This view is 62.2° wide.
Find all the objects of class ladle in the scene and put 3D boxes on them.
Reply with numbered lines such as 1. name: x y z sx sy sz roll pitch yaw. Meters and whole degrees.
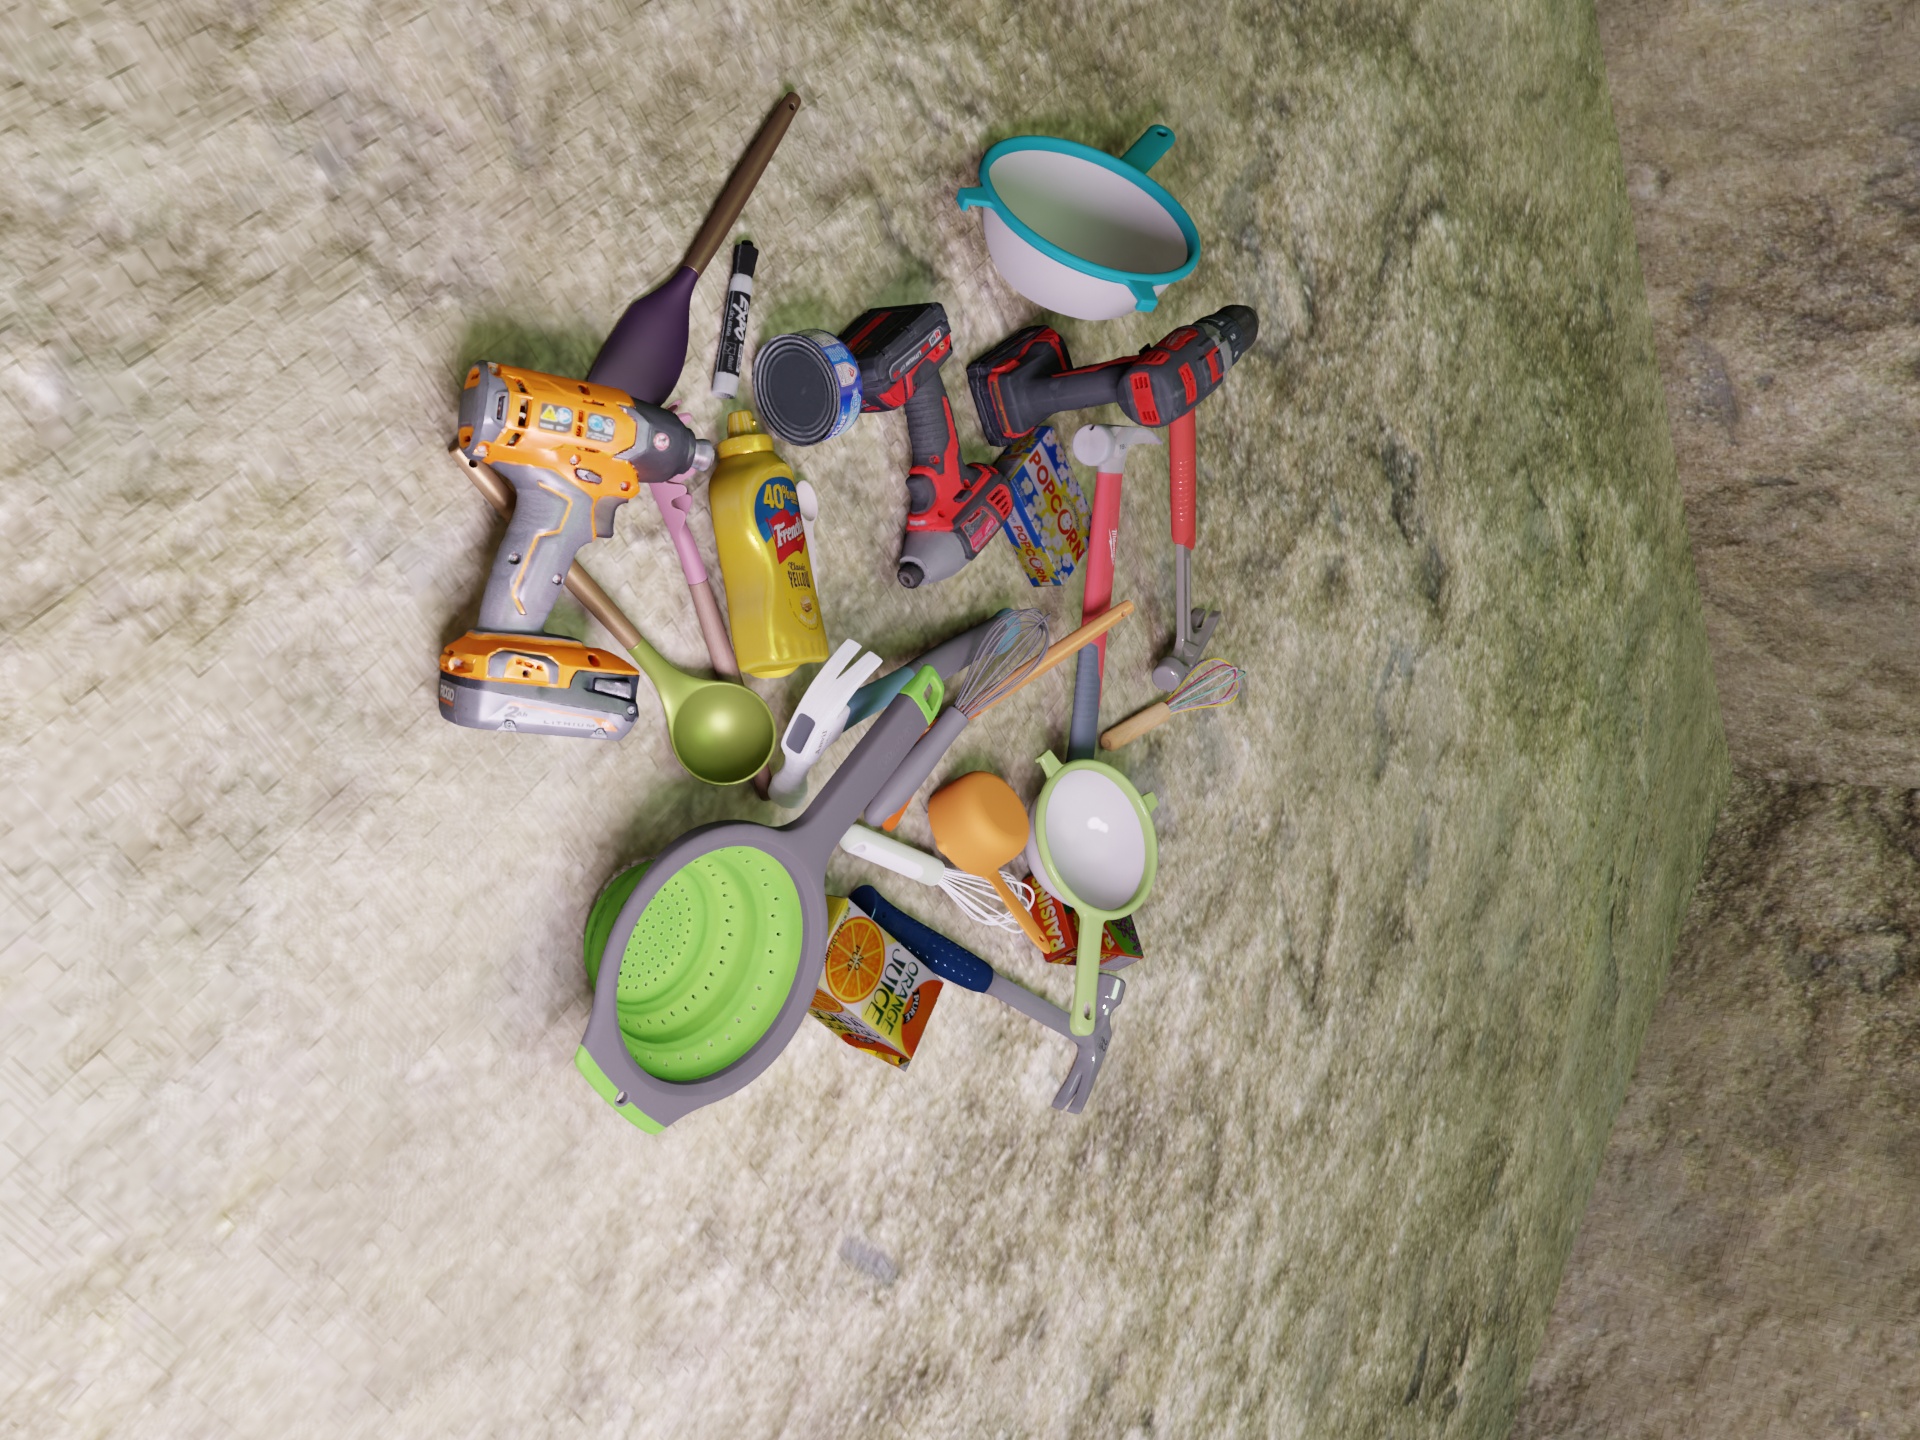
1. ladle: -0.238 -0.070 1.105 0.078 0.062 0.319 -50 127 -17

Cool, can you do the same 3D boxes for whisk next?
1. whisk: -0.001 -0.004 1.346 0.239 0.055 0.055 -50 131 -11
2. whisk: -0.018 0.136 1.394 0.246 0.058 0.059 28 36 -43
3. whisk: 0.229 -0.014 1.687 0.245 0.051 0.047 -27 118 -43

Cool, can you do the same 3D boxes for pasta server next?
1. pasta server: -0.180 -0.081 1.186 0.060 0.040 0.316 -95 171 -67

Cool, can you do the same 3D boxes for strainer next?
1. strainer: 0.104 0.164 1.462 0.151 0.069 0.256 22 63 -34
2. strainer: 0.126 -0.463 1.477 0.340 0.211 0.095 -57 176 -47

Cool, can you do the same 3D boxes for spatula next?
1. spatula: 0.037 -0.021 1.411 0.322 0.041 0.081 -34 120 -21
2. spatula: -0.187 -0.348 1.175 0.059 0.018 0.316 39 63 -34

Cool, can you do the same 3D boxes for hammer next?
1. hammer: 0.135 -0.088 1.527 0.143 0.038 0.386 -17 115 -60
2. hammer: -0.040 -0.035 1.325 0.331 0.033 0.128 -31 149 -55
3. hammer: 0.225 -0.211 1.587 0.149 0.037 0.358 -54 147 -45
4. hammer: 0.028 0.247 1.462 0.405 0.035 0.144 37 64 -45

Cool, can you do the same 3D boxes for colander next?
1. colander: -0.152 0.103 1.161 0.397 0.095 0.204 -53 135 -24

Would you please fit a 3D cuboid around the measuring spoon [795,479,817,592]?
1. measuring spoon: -0.126 -0.127 1.253 0.034 0.018 0.124 10 76 -65

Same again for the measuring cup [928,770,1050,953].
1. measuring cup: 0.044 0.122 1.395 0.174 0.052 0.095 55 30 6

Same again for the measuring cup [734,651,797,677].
1. measuring cup: -0.151 -0.108 1.225 0.062 0.029 0.156 -24 112 -47

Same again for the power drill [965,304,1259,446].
1. power drill: 0.141 -0.314 1.412 0.188 0.227 0.080 -43 124 -40

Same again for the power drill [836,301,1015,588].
1. power drill: -0.037 -0.223 1.326 0.143 0.078 0.219 -51 132 -35

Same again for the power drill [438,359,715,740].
1. power drill: -0.247 -0.105 1.029 0.164 0.084 0.226 6 93 -31
